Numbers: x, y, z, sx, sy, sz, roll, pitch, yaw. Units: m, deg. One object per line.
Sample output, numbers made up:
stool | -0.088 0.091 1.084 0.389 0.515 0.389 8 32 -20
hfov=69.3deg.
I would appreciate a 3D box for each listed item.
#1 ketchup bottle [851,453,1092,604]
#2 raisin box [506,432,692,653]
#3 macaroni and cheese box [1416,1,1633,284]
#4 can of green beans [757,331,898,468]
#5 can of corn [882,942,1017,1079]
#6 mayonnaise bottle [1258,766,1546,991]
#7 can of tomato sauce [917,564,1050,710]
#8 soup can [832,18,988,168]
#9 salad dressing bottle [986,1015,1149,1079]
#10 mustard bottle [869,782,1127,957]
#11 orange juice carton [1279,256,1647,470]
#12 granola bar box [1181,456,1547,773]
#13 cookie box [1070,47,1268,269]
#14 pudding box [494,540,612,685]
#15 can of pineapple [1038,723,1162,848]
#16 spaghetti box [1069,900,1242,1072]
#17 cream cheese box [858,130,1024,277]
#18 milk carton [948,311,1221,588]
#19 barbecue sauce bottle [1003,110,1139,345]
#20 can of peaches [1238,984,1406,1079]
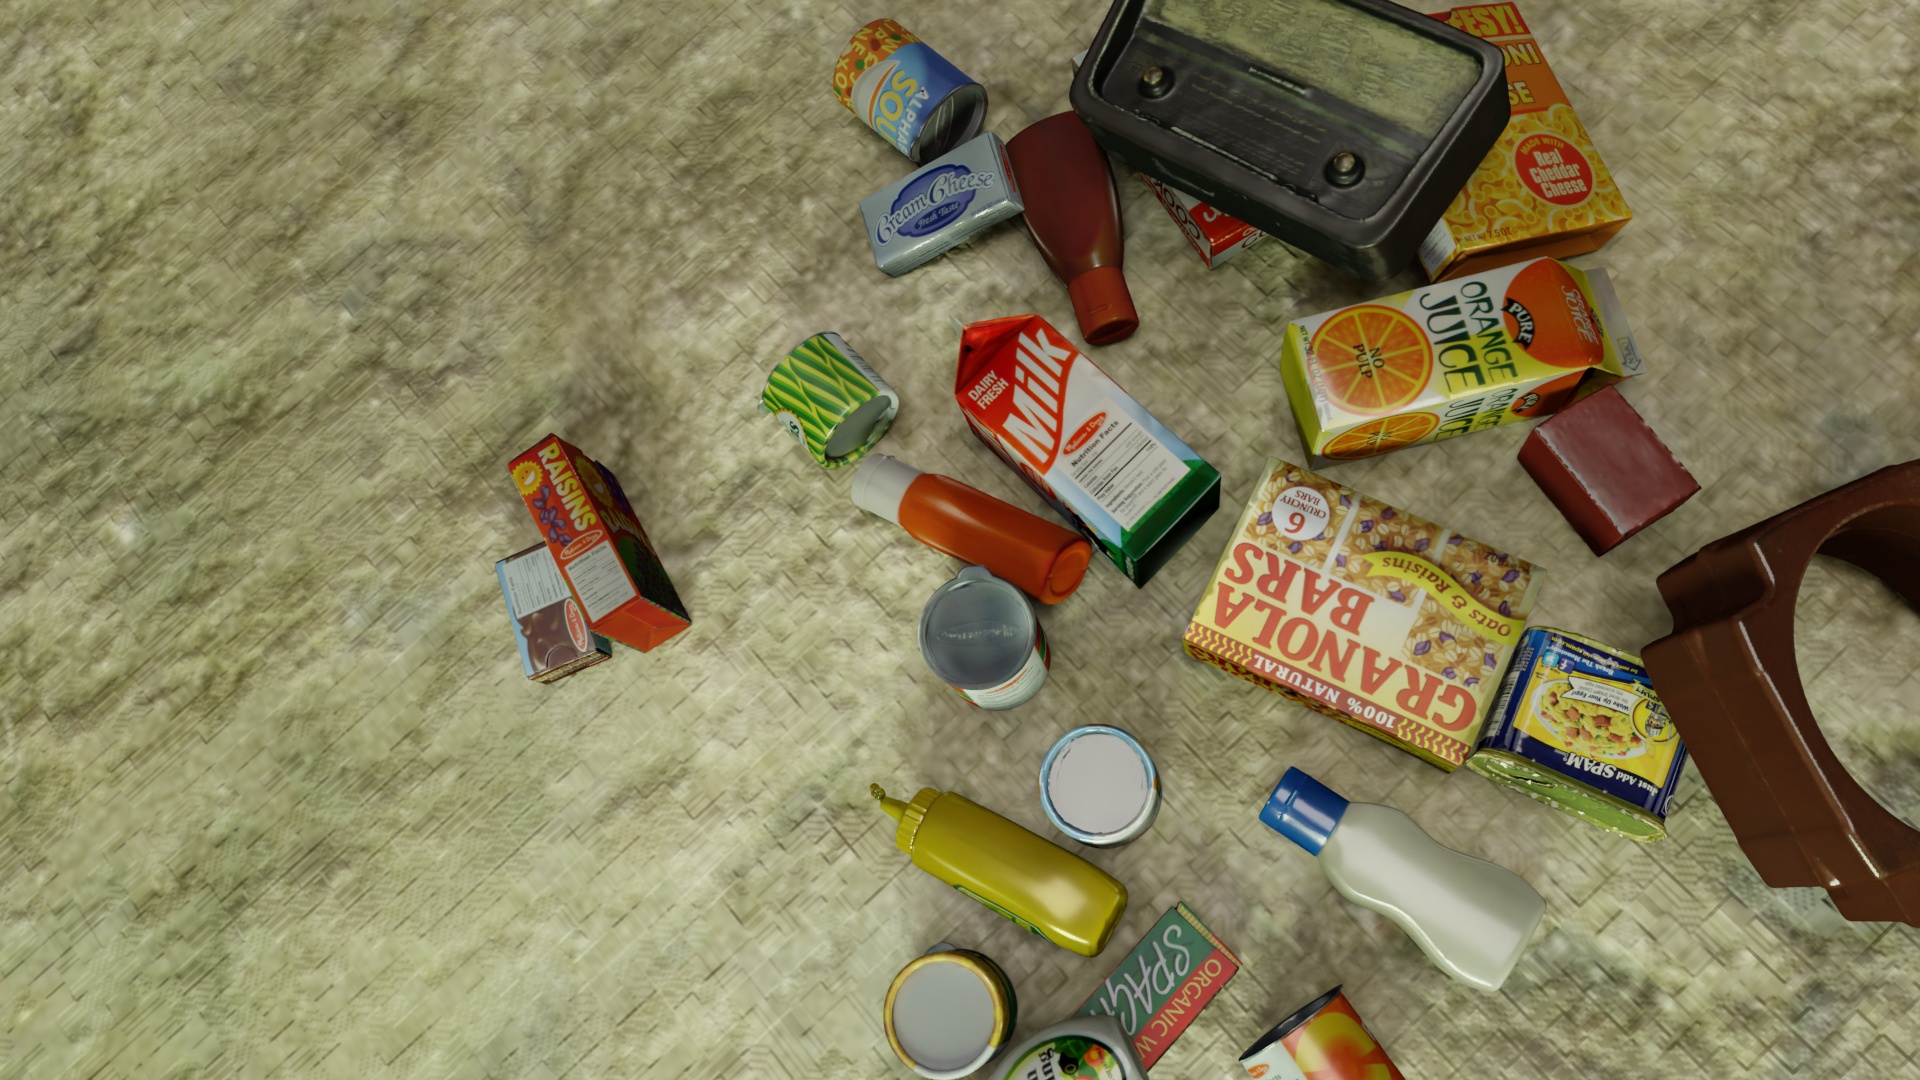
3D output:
ketchup bottle | 0.003 -0.011 0.841 0.149 0.065 0.043 26 105 24
raisin box | -0.223 0.003 0.861 0.040 0.086 0.123 -33 72 2
macaroni and cheese box | 0.313 -0.245 0.843 0.124 0.040 0.167 -14 71 -16
can of green beans | -0.081 -0.088 0.873 0.071 0.071 0.058 -43 73 -4
can of corn | -0.006 0.258 0.765 0.071 0.058 0.071 -2 74 9
mayonnaise bottle | 0.236 0.178 0.756 0.148 0.041 0.065 32 81 18
can of tomato sauce | 0.015 0.059 0.805 0.071 0.083 0.071 -3 74 9
soup can | -0.036 -0.295 0.923 0.084 0.071 0.071 42 85 18
salad dressing bottle | 0.026 0.302 0.723 0.148 0.044 0.064 -29 71 2
mustard bottle | 0.015 0.179 0.784 0.160 0.065 0.049 24 75 21
orange juice carton | 0.291 -0.106 0.810 0.193 0.073 0.072 -14 72 5
granola bar box | 0.228 0.041 0.797 0.166 0.039 0.124 25 79 15
cookie box | 0.168 -0.275 0.897 0.123 0.040 0.168 -32 72 0
pudding box | -0.260 0.045 0.885 0.050 0.030 0.084 -23 72 2
can of pineapple | 0.078 0.138 0.785 0.071 0.057 0.071 -3 74 10
spaghetti box | 0.054 0.306 0.757 0.050 0.028 0.250 42 85 18
cream cheese box | -0.013 -0.218 0.904 0.103 0.024 0.053 -23 72 23
milk carton | 0.063 -0.066 0.839 0.073 0.072 0.191 -45 73 -4
barbecue sauce bottle | 0.076 -0.198 0.889 0.065 0.043 0.149 -21 72 18
can of peaches | 0.191 0.275 0.723 0.071 0.071 0.058 -35 72 -1
